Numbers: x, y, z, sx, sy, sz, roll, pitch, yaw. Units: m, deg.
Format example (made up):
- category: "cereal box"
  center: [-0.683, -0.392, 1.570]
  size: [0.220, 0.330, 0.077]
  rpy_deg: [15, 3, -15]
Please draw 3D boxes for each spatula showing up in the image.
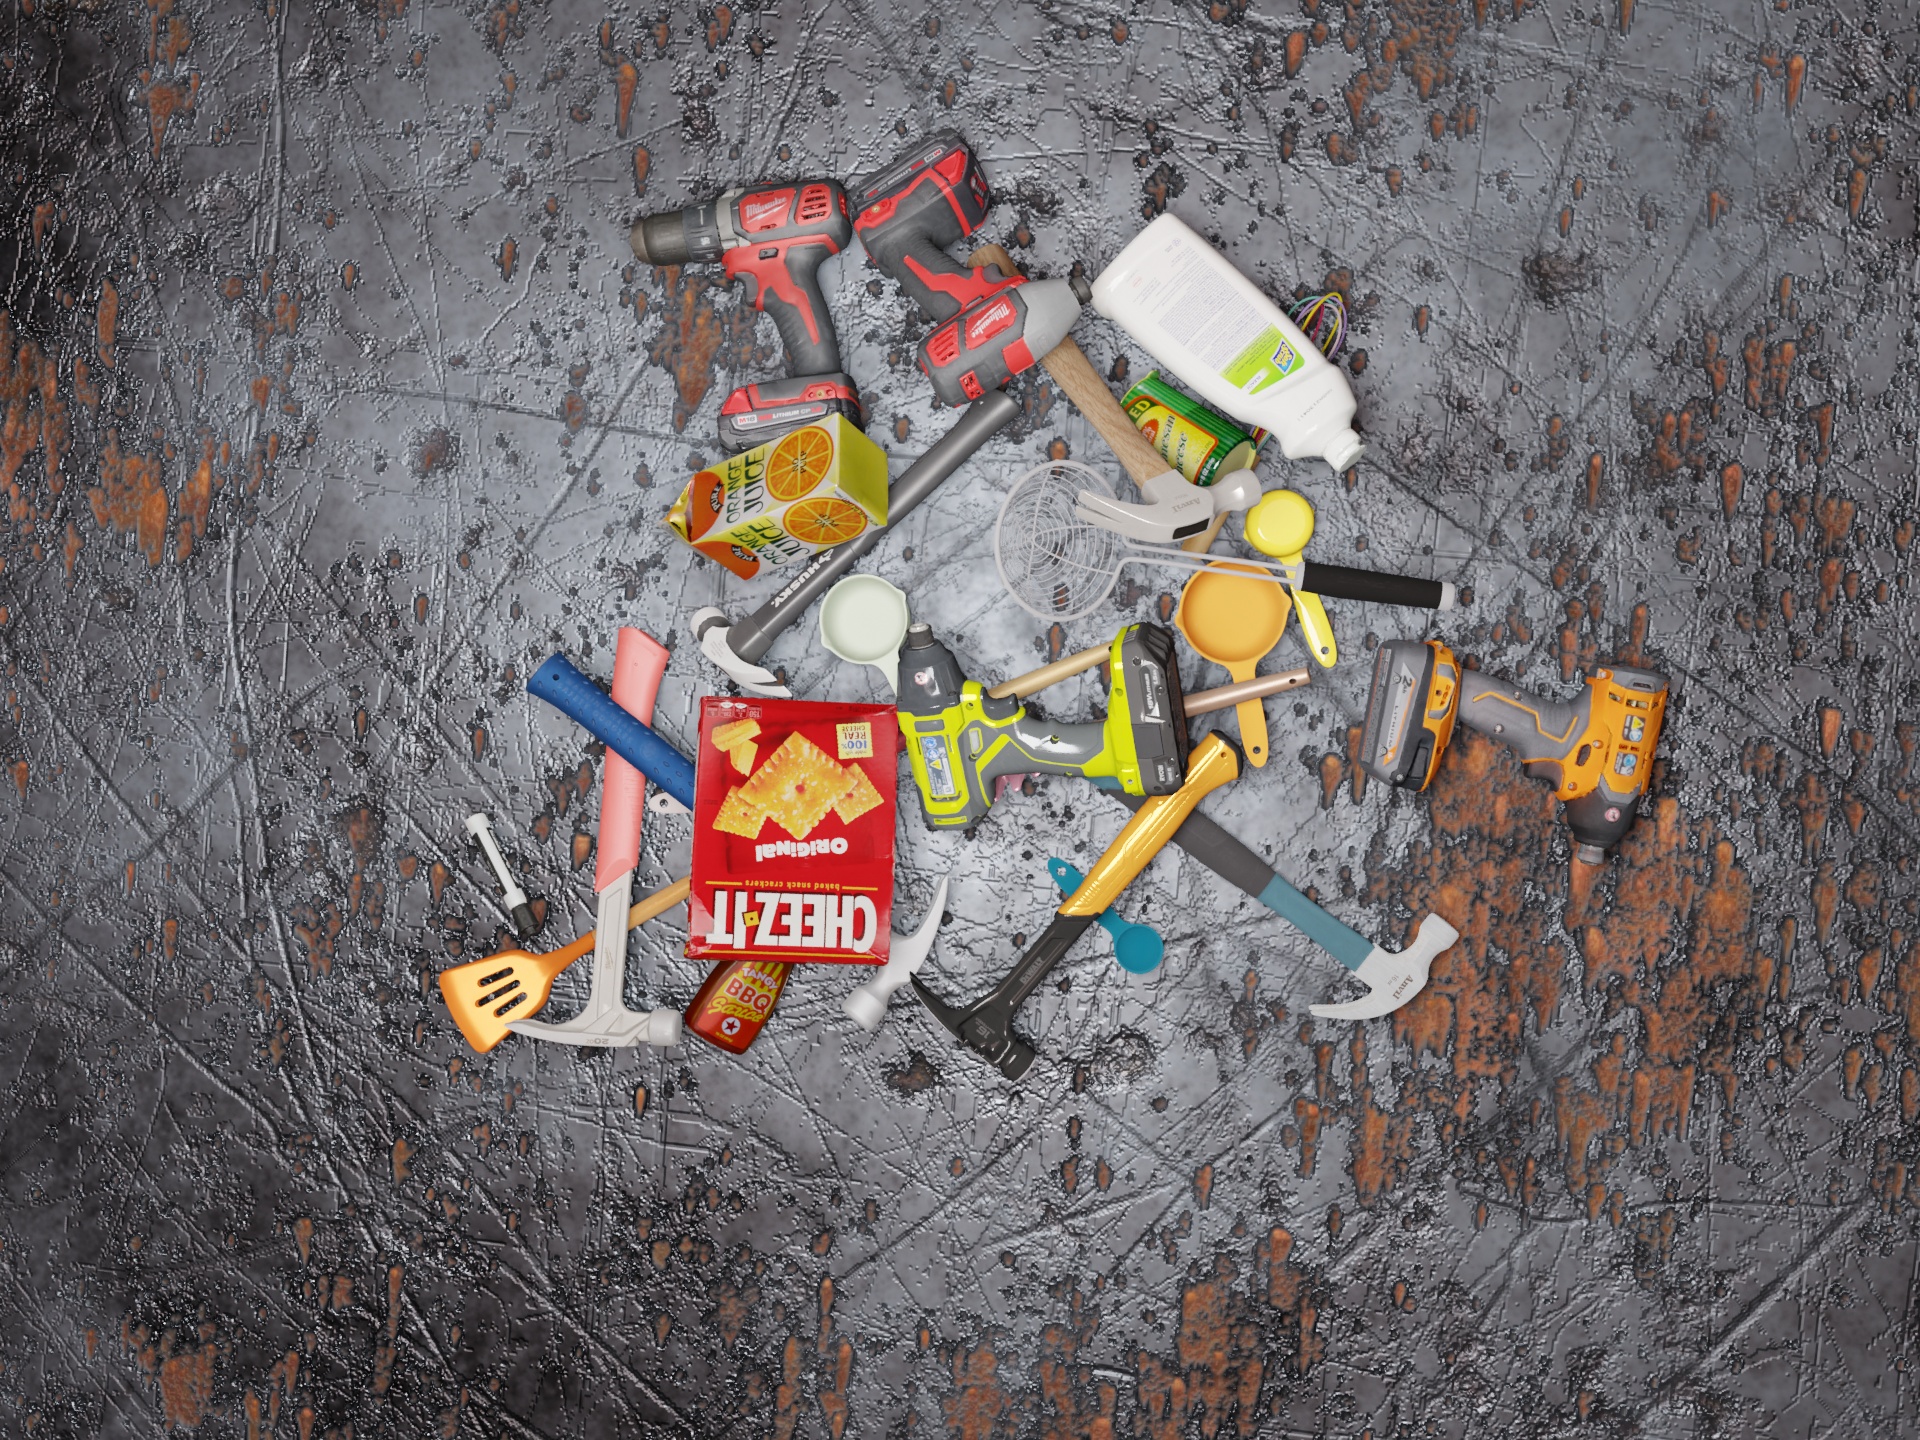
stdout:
- category: "spatula"
  center: [-0.302, 0.181, 1.397]
  size: [0.322, 0.041, 0.081]
  rpy_deg: [-30, 85, 6]

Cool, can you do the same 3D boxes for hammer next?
- category: "hammer"
  center: [0.095, -0.267, 1.267]
  size: [0.130, 0.031, 0.332]
  rpy_deg: [-23, 61, -17]
- category: "hammer"
  center: [-0.304, 0.099, 1.375]
  size: [0.149, 0.036, 0.359]
  rpy_deg: [4, 87, 4]
- category: "hammer"
  center: [0.106, 0.137, 1.314]
  size: [0.127, 0.034, 0.337]
  rpy_deg: [40, 94, -7]
- category: "hammer"
  center: [-0.190, 0.080, 1.343]
  size: [0.405, 0.035, 0.144]
  rpy_deg: [39, 76, -2]
- category: "hammer"
  center: [0.247, 0.129, 1.339]
  size: [0.331, 0.033, 0.128]
  rpy_deg: [37, 95, 4]
- category: "hammer"
  center: [-0.079, -0.155, 1.332]
  size: [0.335, 0.146, 0.035]
  rpy_deg: [-43, 130, -1]

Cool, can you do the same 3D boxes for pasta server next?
- category: "pasta server"
  center: [0.133, 0.006, 1.314]
  size: [0.316, 0.040, 0.060]
  rpy_deg: [-15, 108, 20]

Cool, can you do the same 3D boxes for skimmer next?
- category: "skimmer"
  center: [0.208, -0.123, 1.250]
  size: [0.363, 0.090, 0.127]
  rpy_deg: [9, 93, 6]

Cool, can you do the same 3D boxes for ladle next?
- category: "ladle"
  center: [-0.002, -0.004, 1.364]
  size: [0.315, 0.031, 0.069]
  rpy_deg: [-23, 90, 5]

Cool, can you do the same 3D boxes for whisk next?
- category: "whisk"
  center: [0.248, -0.244, 1.318]
  size: [0.051, 0.047, 0.245]
  rpy_deg: [29, 98, 3]

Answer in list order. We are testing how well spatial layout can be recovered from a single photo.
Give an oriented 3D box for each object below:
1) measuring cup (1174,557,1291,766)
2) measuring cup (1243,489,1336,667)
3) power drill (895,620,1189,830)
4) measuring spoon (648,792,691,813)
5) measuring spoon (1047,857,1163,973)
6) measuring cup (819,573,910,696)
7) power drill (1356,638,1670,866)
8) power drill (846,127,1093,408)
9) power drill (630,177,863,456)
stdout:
- category: "measuring cup"
  center: [0.232, -0.049, 1.324]
  size: [0.095, 0.052, 0.173]
  rpy_deg: [-10, 93, 6]
- category: "measuring cup"
  center: [0.283, -0.118, 1.324]
  size: [0.062, 0.029, 0.156]
  rpy_deg: [-20, 89, 7]
- category: "power drill"
  center: [0.062, -0.005, 1.271]
  size: [0.223, 0.080, 0.171]
  rpy_deg: [-6, 111, 16]
- category: "measuring spoon"
  center: [-0.215, 0.069, 1.393]
  size: [0.124, 0.018, 0.034]
  rpy_deg: [-5, 92, 7]
- category: "measuring spoon"
  center: [0.123, 0.164, 1.365]
  size: [0.129, 0.021, 0.042]
  rpy_deg: [45, 96, 12]
- category: "measuring cup"
  center: [-0.056, -0.047, 1.359]
  size: [0.083, 0.038, 0.167]
  rpy_deg: [-32, 88, 7]
- category: "power drill"
  center: [0.446, 0.023, 1.290]
  size: [0.226, 0.084, 0.164]
  rpy_deg: [10, 94, 2]
- category: "power drill"
  center: [0.006, -0.363, 1.273]
  size: [0.143, 0.078, 0.220]
  rpy_deg: [-30, 60, 7]
- category: "power drill"
  center: [-0.177, -0.338, 1.344]
  size: [0.188, 0.080, 0.227]
  rpy_deg: [-7, 89, 6]
